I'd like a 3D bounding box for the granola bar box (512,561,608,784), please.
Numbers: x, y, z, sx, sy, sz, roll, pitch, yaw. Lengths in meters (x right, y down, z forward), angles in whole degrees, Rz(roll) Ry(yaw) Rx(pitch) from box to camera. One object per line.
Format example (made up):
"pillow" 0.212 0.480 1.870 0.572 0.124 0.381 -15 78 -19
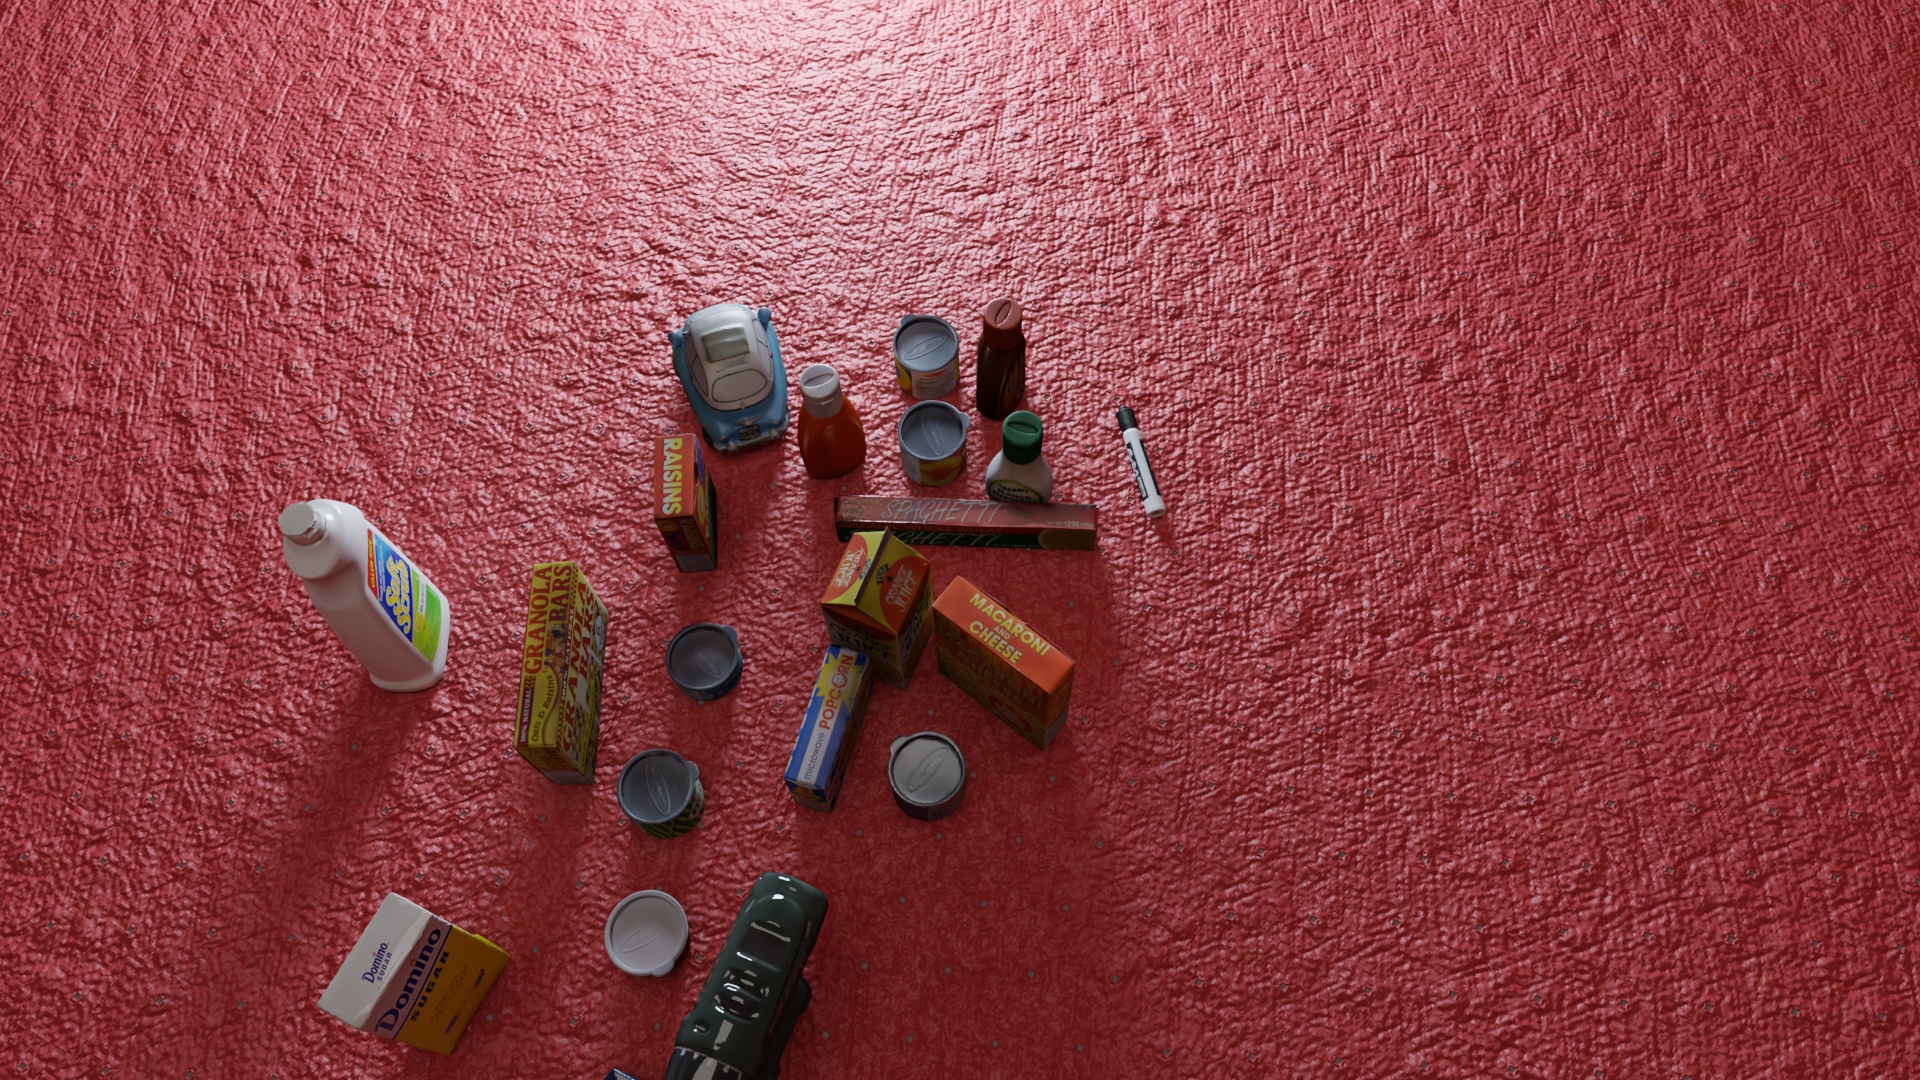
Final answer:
"granola bar box" -0.347 0.118 1.214 0.039 0.123 0.166 -2 65 0

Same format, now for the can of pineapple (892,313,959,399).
"can of pineapple" -0.034 -0.184 1.388 0.071 0.057 0.071 0 65 1

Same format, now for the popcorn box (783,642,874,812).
"popcorn box" -0.113 0.165 1.211 0.038 0.085 0.127 14 66 7

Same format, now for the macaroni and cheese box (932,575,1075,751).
"macaroni and cheese box" 0.036 0.107 1.192 0.124 0.165 0.040 36 71 16

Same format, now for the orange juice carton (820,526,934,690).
"orange juice carton" -0.070 0.057 1.202 0.073 0.192 0.072 21 67 10

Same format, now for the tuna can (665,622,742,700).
"tuna can" -0.231 0.109 1.267 0.071 0.032 0.071 0 65 1

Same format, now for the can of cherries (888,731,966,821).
"can of cherries" -0.030 0.203 1.207 0.071 0.058 0.072 0 65 1

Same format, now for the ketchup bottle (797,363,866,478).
"ketchup bottle" -0.124 -0.112 1.305 0.065 0.148 0.043 -22 67 -9

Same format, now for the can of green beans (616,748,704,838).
"can of green beans" -0.258 0.220 1.202 0.071 0.057 0.071 0 65 1

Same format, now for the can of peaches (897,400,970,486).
"can of peaches" -0.024 -0.094 1.346 0.071 0.057 0.071 0 65 1

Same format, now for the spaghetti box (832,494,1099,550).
"spaghetti box" 0.005 -0.016 1.314 0.250 0.050 0.029 2 65 2

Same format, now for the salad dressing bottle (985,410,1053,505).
"salad dressing bottle" 0.055 -0.069 1.284 0.064 0.147 0.044 16 67 8

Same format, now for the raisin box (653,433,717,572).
"raisin box" -0.253 -0.033 1.284 0.040 0.123 0.086 -4 65 -1

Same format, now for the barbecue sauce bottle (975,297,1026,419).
"barbecue sauce bottle" 0.039 -0.177 1.334 0.044 0.148 0.065 24 68 11

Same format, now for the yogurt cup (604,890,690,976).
"yogurt cup" -0.256 0.329 1.153 0.072 0.053 0.072 0 65 1
